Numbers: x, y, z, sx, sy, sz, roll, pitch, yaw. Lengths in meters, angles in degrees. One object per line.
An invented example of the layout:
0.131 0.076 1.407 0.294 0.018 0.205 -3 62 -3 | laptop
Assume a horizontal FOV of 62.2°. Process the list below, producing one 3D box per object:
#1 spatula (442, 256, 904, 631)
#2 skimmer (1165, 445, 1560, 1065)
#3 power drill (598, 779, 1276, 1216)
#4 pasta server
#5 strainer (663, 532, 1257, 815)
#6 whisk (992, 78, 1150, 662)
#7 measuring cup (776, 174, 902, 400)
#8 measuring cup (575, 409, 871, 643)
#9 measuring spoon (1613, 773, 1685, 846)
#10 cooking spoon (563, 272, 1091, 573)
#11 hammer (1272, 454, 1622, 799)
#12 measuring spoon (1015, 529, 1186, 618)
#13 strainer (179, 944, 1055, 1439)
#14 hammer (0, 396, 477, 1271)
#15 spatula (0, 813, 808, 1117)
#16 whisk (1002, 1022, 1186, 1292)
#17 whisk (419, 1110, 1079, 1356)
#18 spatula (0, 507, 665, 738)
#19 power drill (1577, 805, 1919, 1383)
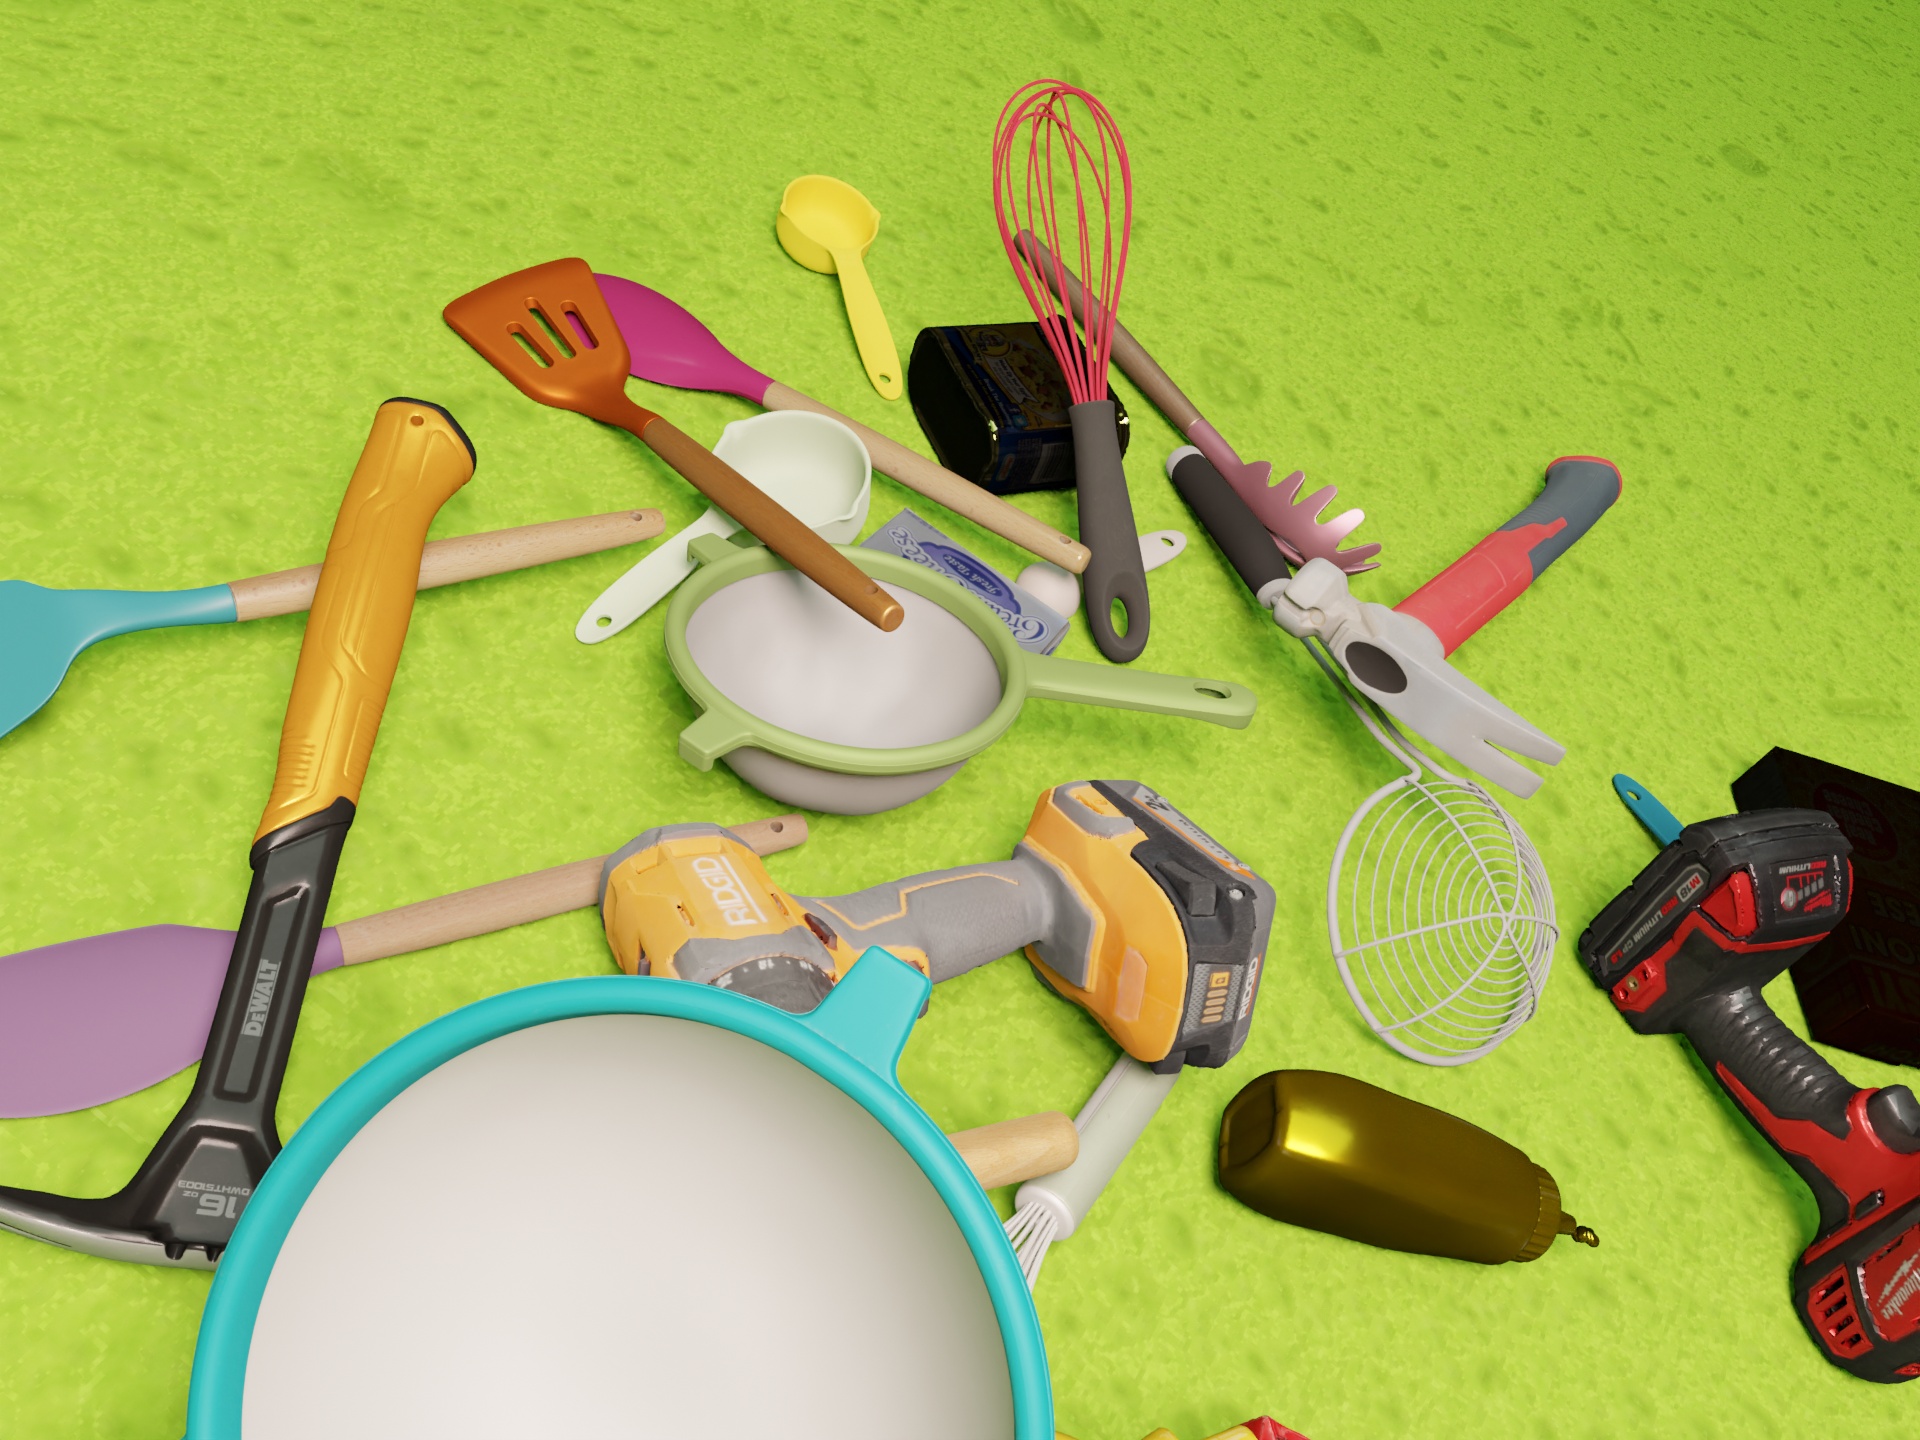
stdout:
-0.128 -0.128 0.721 0.081 0.041 0.323 -30 49 -25 | spatula
0.173 -0.002 0.792 0.127 0.090 0.364 2 41 -27 | skimmer
0.001 0.091 0.566 0.226 0.084 0.186 -4 24 -25 | power drill
0.127 -0.192 0.925 0.040 0.060 0.316 -36 64 -1 | pasta server
-0.001 -0.002 0.681 0.256 0.069 0.152 7 37 -14 | strainer
0.063 -0.175 0.790 0.073 0.073 0.296 -6 88 -28 | whisk
-0.064 -0.239 0.897 0.062 0.029 0.157 -7 67 -28 | measuring cup
-0.110 -0.079 0.736 0.083 0.038 0.167 37 64 20 | measuring cup
0.377 0.079 0.825 0.042 0.021 0.129 -5 46 -26 | measuring spoon
-0.074 -0.153 0.801 0.319 0.017 0.069 30 46 12 | cooking spoon
0.307 -0.076 0.857 0.143 0.038 0.386 39 38 17 | hammer
0.079 -0.083 0.825 0.124 0.018 0.034 -25 65 -37 | measuring spoon
-0.139 0.186 0.420 0.340 0.095 0.211 -13 80 8 | strainer
-0.234 0.017 0.560 0.127 0.034 0.337 14 57 -17 | hammer
-0.197 0.077 0.574 0.316 0.018 0.060 -14 63 -30 | spatula
0.025 0.180 0.564 0.059 0.057 0.246 44 44 5 | whisk
-0.072 0.160 0.514 0.245 0.051 0.047 -8 96 -22 | whisk
-0.263 -0.046 0.632 0.317 0.044 0.082 -17 61 -34 | spatula
0.373 0.151 0.674 0.078 0.143 0.220 -4 52 -23 | power drill
